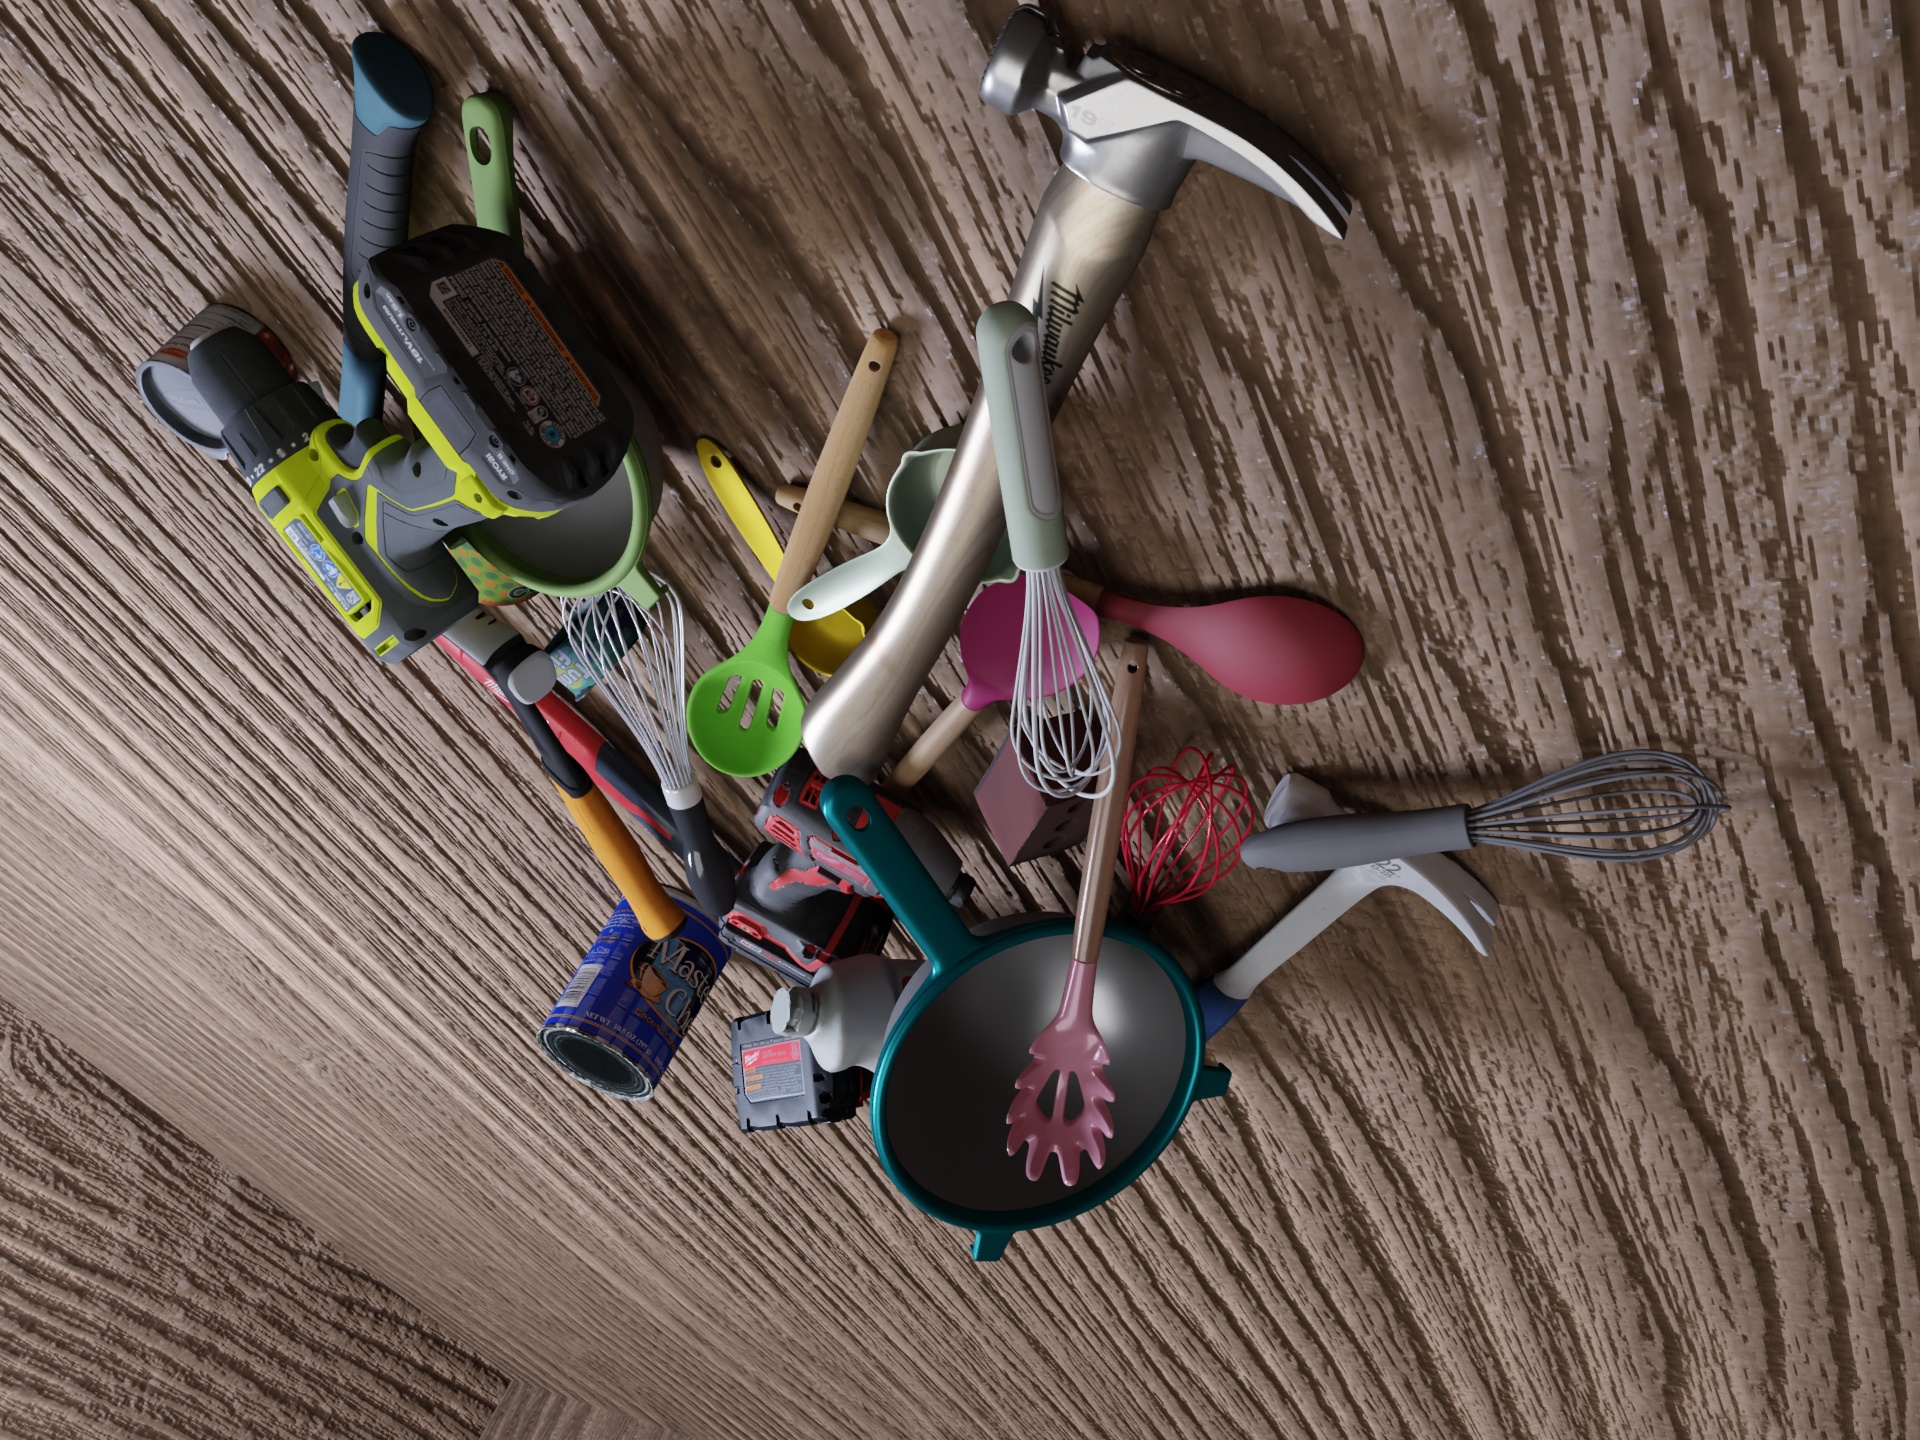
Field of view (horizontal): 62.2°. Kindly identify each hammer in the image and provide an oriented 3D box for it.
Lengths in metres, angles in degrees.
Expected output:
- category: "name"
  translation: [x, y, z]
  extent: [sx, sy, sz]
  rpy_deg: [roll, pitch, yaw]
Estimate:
- category: "hammer"
  translation: [-0.260, 0.046, 1.065]
  extent: [0.127, 0.034, 0.336]
  rpy_deg: [30, 154, 33]
- category: "hammer"
  translation: [-0.244, 0.025, 1.108]
  extent: [0.143, 0.038, 0.386]
  rpy_deg: [-19, 124, 44]
- category: "hammer"
  translation: [-0.311, -0.207, 0.840]
  extent: [0.128, 0.033, 0.330]
  rpy_deg: [46, 141, 11]
- category: "hammer"
  translation: [0.017, -0.100, 0.721]
  extent: [0.146, 0.038, 0.410]
  rpy_deg: [26, 135, -2]
- category: "hammer"
  translation: [0.182, 0.169, 1.012]
  extent: [0.144, 0.035, 0.405]
  rpy_deg: [28, 145, -1]

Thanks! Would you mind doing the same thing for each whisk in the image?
- category: "whisk"
  translation: [0.115, 0.102, 0.956]
  extent: [0.073, 0.073, 0.295]
  rpy_deg: [23, 150, 6]
- category: "whisk"
  translation: [0.250, 0.053, 0.787]
  extent: [0.239, 0.055, 0.055]
  rpy_deg: [-10, 131, 31]
- category: "whisk"
  translation: [0.037, -0.064, 0.691]
  extent: [0.059, 0.058, 0.246]
  rpy_deg: [27, 140, 41]
- category: "whisk"
  translation: [-0.177, 0.017, 0.965]
  extent: [0.070, 0.070, 0.284]
  rpy_deg: [10, 133, 23]

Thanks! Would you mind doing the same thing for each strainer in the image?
- category: "strainer"
  translation: [-0.208, -0.189, 0.808]
  extent: [0.151, 0.069, 0.256]
  rpy_deg: [17, 126, 22]
- category: "strainer"
  translation: [0.005, 0.149, 0.940]
  extent: [0.340, 0.211, 0.095]
  rpy_deg: [57, 175, -27]

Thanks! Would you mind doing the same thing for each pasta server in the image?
- category: "pasta server"
  translation: [0.072, 0.109, 0.871]
  extent: [0.060, 0.040, 0.316]
  rpy_deg: [8, 109, 2]

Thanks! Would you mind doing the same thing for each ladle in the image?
- category: "ladle"
  translation: [0.047, -0.070, 0.809]
  extent: [0.315, 0.031, 0.069]
  rpy_deg: [20, 136, 14]

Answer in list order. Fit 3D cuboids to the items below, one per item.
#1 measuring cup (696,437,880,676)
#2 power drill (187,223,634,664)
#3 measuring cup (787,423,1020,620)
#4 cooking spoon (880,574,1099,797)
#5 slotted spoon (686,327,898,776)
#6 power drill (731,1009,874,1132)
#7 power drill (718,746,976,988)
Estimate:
- category: "measuring cup"
  translation: [-0.095, -0.094, 0.881]
  extent: [0.062, 0.029, 0.156]
  rpy_deg: [-14, 116, 40]
- category: "power drill"
  translation: [-0.282, -0.144, 0.786]
  extent: [0.228, 0.080, 0.190]
  rpy_deg: [-23, 106, 43]
- category: "measuring cup"
  translation: [-0.026, -0.093, 0.799]
  extent: [0.167, 0.038, 0.083]
  rpy_deg: [-25, 116, 39]
- category: "cooking spoon"
  translation: [-0.001, -0.003, 0.909]
  extent: [0.068, 0.017, 0.318]
  rpy_deg: [33, 149, -6]
- category: "slotted spoon"
  translation: [-0.085, -0.079, 0.845]
  extent: [0.070, 0.031, 0.313]
  rpy_deg: [20, 135, -8]
- category: "power drill"
  translation: [-0.055, 0.245, 1.154]
  extent: [0.226, 0.080, 0.188]
  rpy_deg: [4, 163, -40]
- category: "power drill"
  translation: [-0.078, 0.108, 1.056]
  extent: [0.143, 0.079, 0.219]
  rpy_deg: [29, 149, -2]
